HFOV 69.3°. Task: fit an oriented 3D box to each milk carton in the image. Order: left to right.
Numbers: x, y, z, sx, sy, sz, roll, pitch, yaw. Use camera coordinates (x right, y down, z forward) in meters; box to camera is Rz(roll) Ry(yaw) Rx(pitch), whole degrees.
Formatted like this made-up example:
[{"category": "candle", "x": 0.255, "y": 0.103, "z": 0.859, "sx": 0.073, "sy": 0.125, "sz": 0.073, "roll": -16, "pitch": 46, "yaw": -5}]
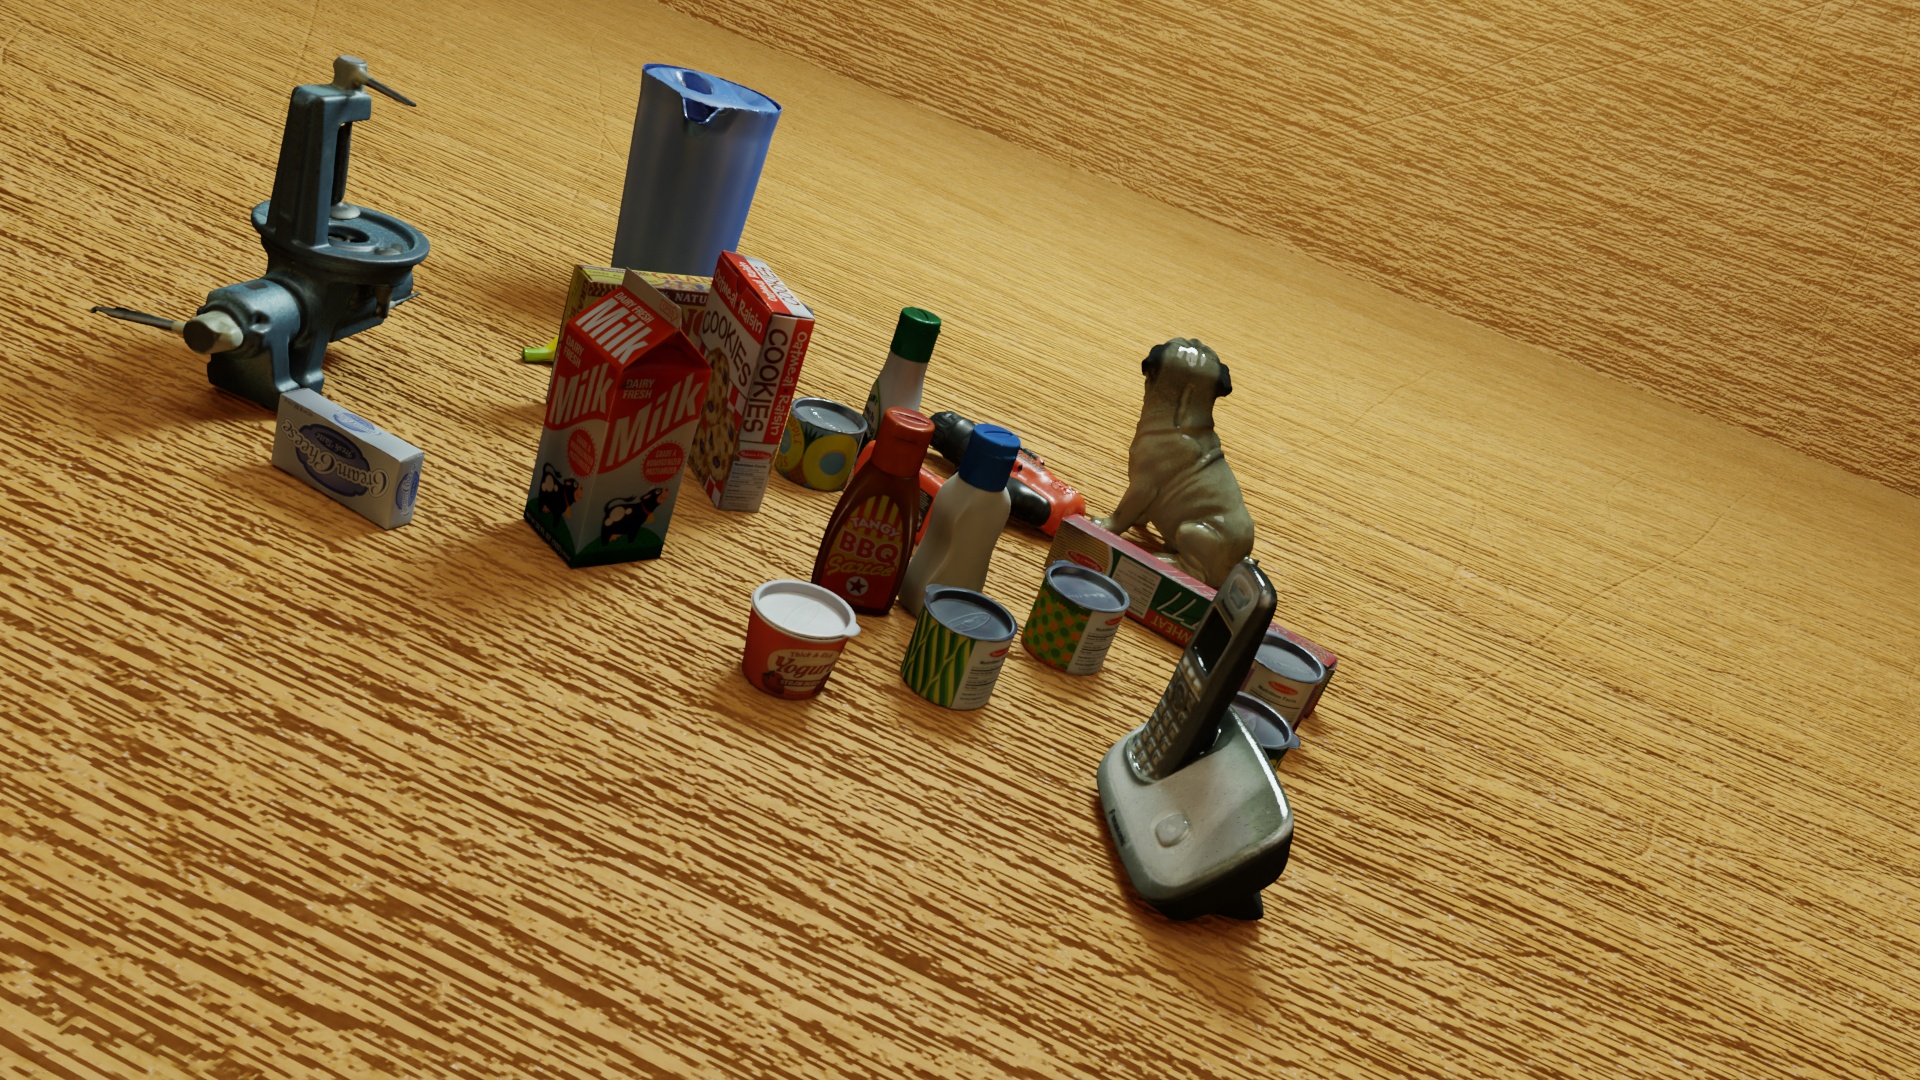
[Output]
[{"category": "milk carton", "x": -0.227, "y": -0.082, "z": 0.930, "sx": 0.073, "sy": 0.189, "sz": 0.072, "roll": -7, "pitch": 36, "yaw": -47}]

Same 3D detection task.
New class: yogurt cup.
[{"category": "yogurt cup", "x": -0.106, "y": 0.064, "z": 0.884, "sx": 0.072, "sy": 0.053, "sz": 0.073, "roll": 17, "pitch": 24, "yaw": -8}]

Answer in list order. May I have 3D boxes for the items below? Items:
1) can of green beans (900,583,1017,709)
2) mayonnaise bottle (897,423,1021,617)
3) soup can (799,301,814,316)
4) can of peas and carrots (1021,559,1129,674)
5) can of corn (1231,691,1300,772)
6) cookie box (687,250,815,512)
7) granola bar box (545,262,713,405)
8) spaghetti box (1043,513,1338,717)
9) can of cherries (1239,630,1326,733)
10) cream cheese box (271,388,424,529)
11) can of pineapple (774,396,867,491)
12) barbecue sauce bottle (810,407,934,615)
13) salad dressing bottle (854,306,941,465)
[{"category": "can of green beans", "x": -0.002, "y": 0.073, "z": 0.941, "sx": 0.071, "sy": 0.057, "sz": 0.071, "roll": 17, "pitch": 24, "yaw": -8}, {"category": "mayonnaise bottle", "x": 0.004, "y": -0.013, "z": 1.014, "sx": 0.065, "sy": 0.147, "sz": 0.041, "roll": -3, "pitch": 33, "yaw": -42}, {"category": "soup can", "x": -0.183, "y": -0.186, "z": 1.312, "sx": 0.071, "sy": 0.083, "sz": 0.071, "roll": 17, "pitch": 24, "yaw": -8}, {"category": "can of peas and carrots", "x": 0.084, "y": 0.057, "z": 1.037, "sx": 0.071, "sy": 0.058, "sz": 0.071, "roll": 17, "pitch": 24, "yaw": -8}, {"category": "can of corn", "x": 0.184, "y": 0.143, "z": 0.935, "sx": 0.071, "sy": 0.058, "sz": 0.071, "roll": 17, "pitch": 24, "yaw": -8}, {"category": "cookie box", "x": -0.174, "y": -0.125, "z": 1.089, "sx": 0.040, "sy": 0.166, "sz": 0.123, "roll": 4, "pitch": 29, "yaw": -33}, {"category": "granola bar box", "x": -0.250, "y": -0.159, "z": 1.155, "sx": 0.166, "sy": 0.123, "sz": 0.039, "roll": -2, "pitch": 32, "yaw": -40}, {"category": "spaghetti box", "x": 0.183, "y": 0.058, "z": 1.123, "sx": 0.250, "sy": 0.050, "sz": 0.029, "roll": 30, "pitch": 26, "yaw": 21}, {"category": "can of cherries", "x": 0.232, "y": 0.109, "z": 1.043, "sx": 0.071, "sy": 0.058, "sz": 0.072, "roll": 17, "pitch": 24, "yaw": -8}, {"category": "cream cheese box", "x": -0.400, "y": -0.053, "z": 0.905, "sx": 0.104, "sy": 0.053, "sz": 0.024, "roll": 27, "pitch": 25, "yaw": 14}, {"category": "can of pineapple", "x": -0.120, "y": -0.082, "z": 1.173, "sx": 0.071, "sy": 0.057, "sz": 0.071, "roll": 17, "pitch": 24, "yaw": -8}, {"category": "barbecue sauce bottle", "x": -0.058, "y": -0.021, "z": 0.984, "sx": 0.065, "sy": 0.148, "sz": 0.044, "roll": 17, "pitch": 24, "yaw": -7}, {"category": "salad dressing bottle", "x": -0.055, "y": -0.130, "z": 1.215, "sx": 0.044, "sy": 0.147, "sz": 0.064, "roll": 10, "pitch": 26, "yaw": -21}]
